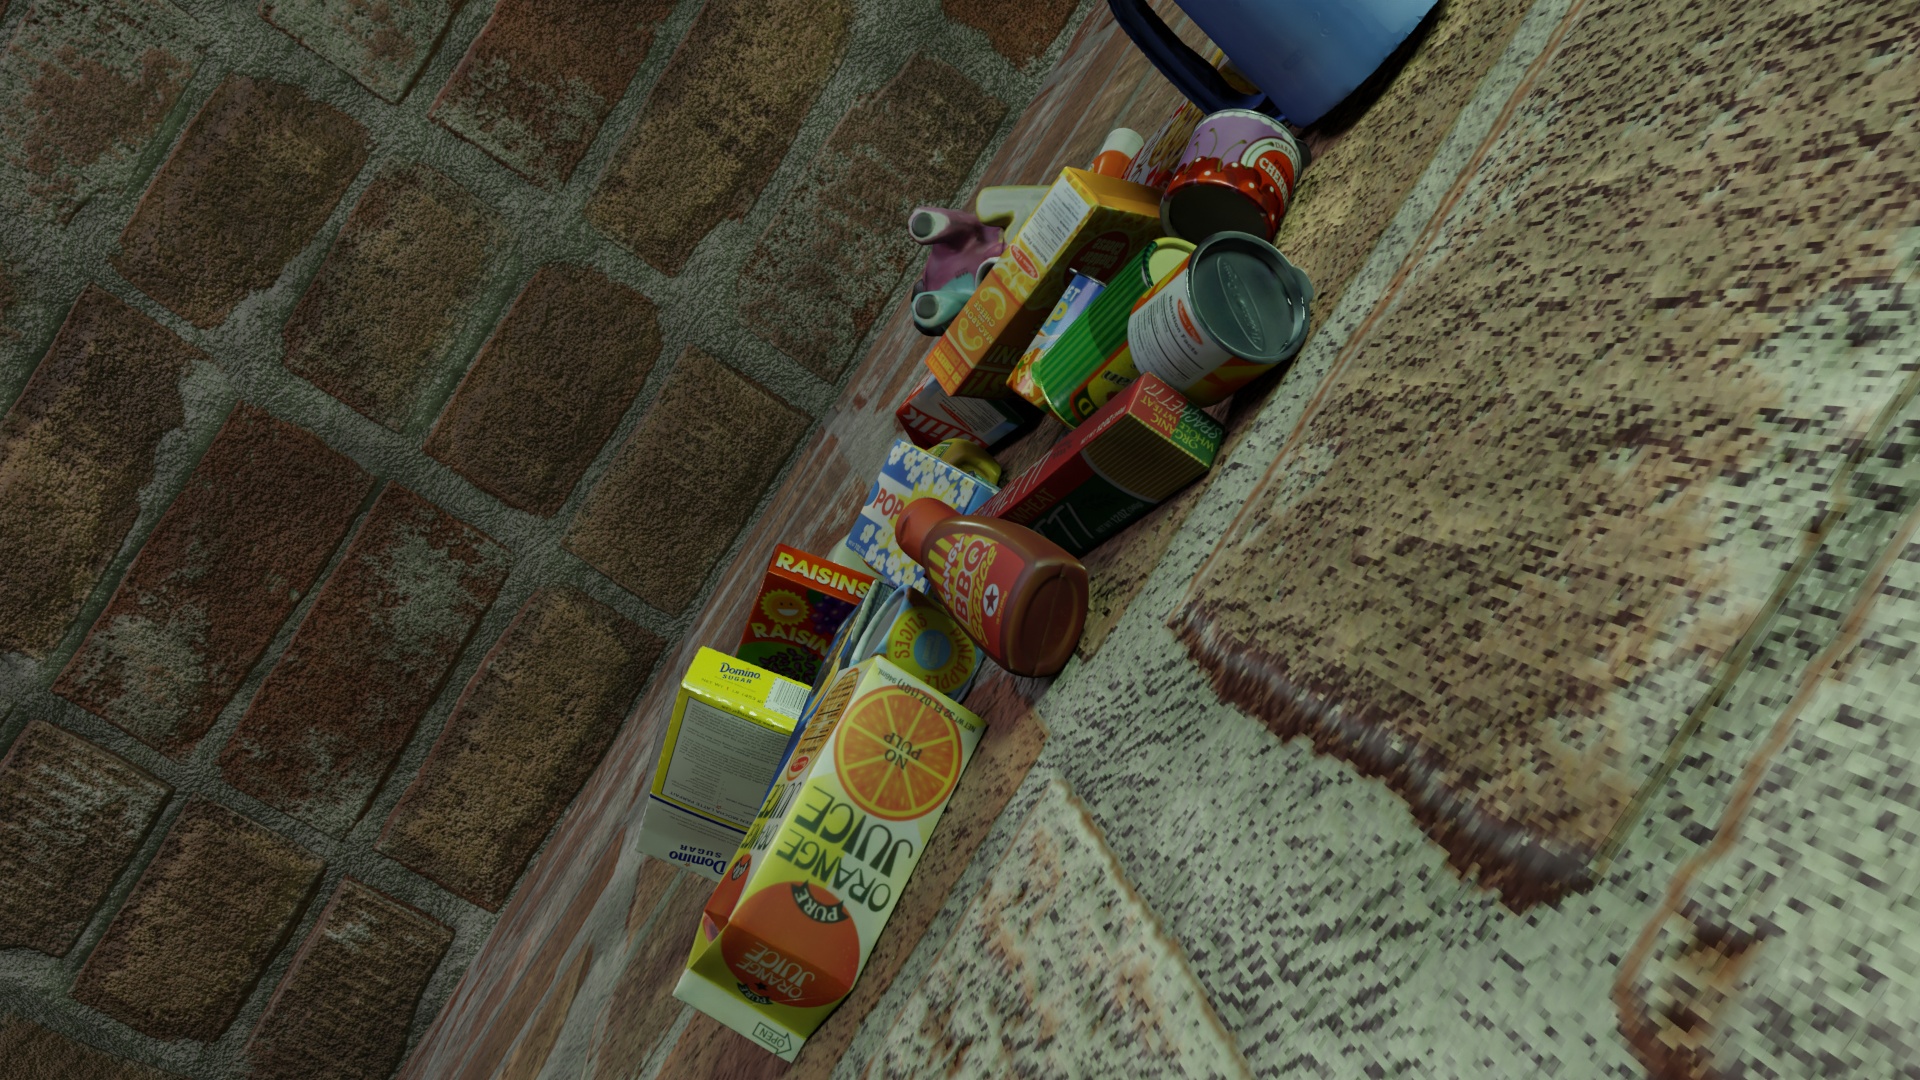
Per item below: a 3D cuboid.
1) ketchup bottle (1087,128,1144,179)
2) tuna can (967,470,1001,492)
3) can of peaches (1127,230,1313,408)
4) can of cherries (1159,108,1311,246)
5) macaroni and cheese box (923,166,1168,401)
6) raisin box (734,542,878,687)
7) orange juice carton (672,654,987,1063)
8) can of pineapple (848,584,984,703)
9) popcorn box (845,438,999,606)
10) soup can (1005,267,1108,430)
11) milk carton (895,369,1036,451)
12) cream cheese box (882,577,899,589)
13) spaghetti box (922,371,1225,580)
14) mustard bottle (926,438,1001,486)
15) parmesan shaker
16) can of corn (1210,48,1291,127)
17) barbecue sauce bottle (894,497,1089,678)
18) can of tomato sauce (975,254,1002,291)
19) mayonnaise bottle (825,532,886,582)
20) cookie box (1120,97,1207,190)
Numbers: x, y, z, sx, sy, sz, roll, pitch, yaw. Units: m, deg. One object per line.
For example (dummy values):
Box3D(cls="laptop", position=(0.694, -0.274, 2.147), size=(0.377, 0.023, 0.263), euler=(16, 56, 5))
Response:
Box3D(cls="ketchup bottle", position=(0.128, -0.309, 1.231), size=(0.149, 0.043, 0.064), euler=(-65, 3, -37))
Box3D(cls="tuna can", position=(0.003, -0.012, 0.977), size=(0.071, 0.033, 0.071), euler=(-54, 12, 17))
Box3D(cls="can of peaches", position=(0.122, -0.103, 0.654), size=(0.071, 0.071, 0.058), euler=(-63, 12, -27))
Box3D(cls="can of cherries", position=(0.153, -0.196, 0.773), size=(0.058, 0.071, 0.071), euler=(-63, 13, -27))
Box3D(cls="macaroni and cheese box", position=(0.069, -0.164, 0.926), size=(0.124, 0.040, 0.165), euler=(-4, -38, -48))
Box3D(cls="raisin box", position=(-0.126, 0.068, 1.113), size=(0.040, 0.086, 0.122), euler=(-75, 9, -49))
Box3D(cls="orange juice carton", position=(-0.069, 0.161, 0.716), size=(0.193, 0.072, 0.073), euler=(-61, 12, -21))
Box3D(cls="can of pineapple", position=(-0.025, 0.067, 0.819), size=(0.071, 0.058, 0.071), euler=(-53, 12, 17))
Box3D(cls="popcorn box", position=(-0.021, -0.010, 0.920), size=(0.127, 0.038, 0.085), euler=(33, 98, 58))
Box3D(cls="soup can", position=(0.075, -0.115, 0.862), size=(0.083, 0.071, 0.071), euler=(-56, 11, 7))
Box3D(cls="milk carton", position=(0.009, -0.119, 1.122), size=(0.072, 0.073, 0.190), euler=(-53, 9, -21))
Box3D(cls="cream cheese box", position=(-0.045, 0.046, 1.043), size=(0.053, 0.024, 0.104), euler=(-52, 13, 22))
Box3D(cls="spaghetti box", position=(0.051, -0.016, 0.749), size=(0.249, 0.050, 0.029), euler=(-39, 21, 58))
Box3D(cls="mustard bottle", position=(-0.009, -0.048, 1.086), size=(0.065, 0.049, 0.160), euler=(-55, 12, 1))
Box3D(cls="parmesan shaker", position=(0.095, -0.111, 0.767), size=(0.102, 0.071, 0.072), euler=(-44, 17, 48))
Box3D(cls="can of corn", position=(0.199, -0.306, 0.889), size=(0.071, 0.058, 0.071), euler=(-53, 12, 17))
Box3D(cls="barbecue sauce bottle", position=(0.011, 0.015, 0.719), size=(0.149, 0.044, 0.064), euler=(36, 115, 58))
Box3D(cls="can of tomato sauce", position=(0.061, -0.184, 1.015), size=(0.083, 0.071, 0.071), euler=(-21, -5, -26))
Box3D(cls="mayonnaise bottle", position=(-0.058, -0.010, 1.161), size=(0.041, 0.065, 0.149), euler=(-39, 17, 52))
Box3D(cls="cookie box", position=(0.165, -0.281, 1.005), size=(0.166, 0.040, 0.123), euler=(-42, 18, 52))
